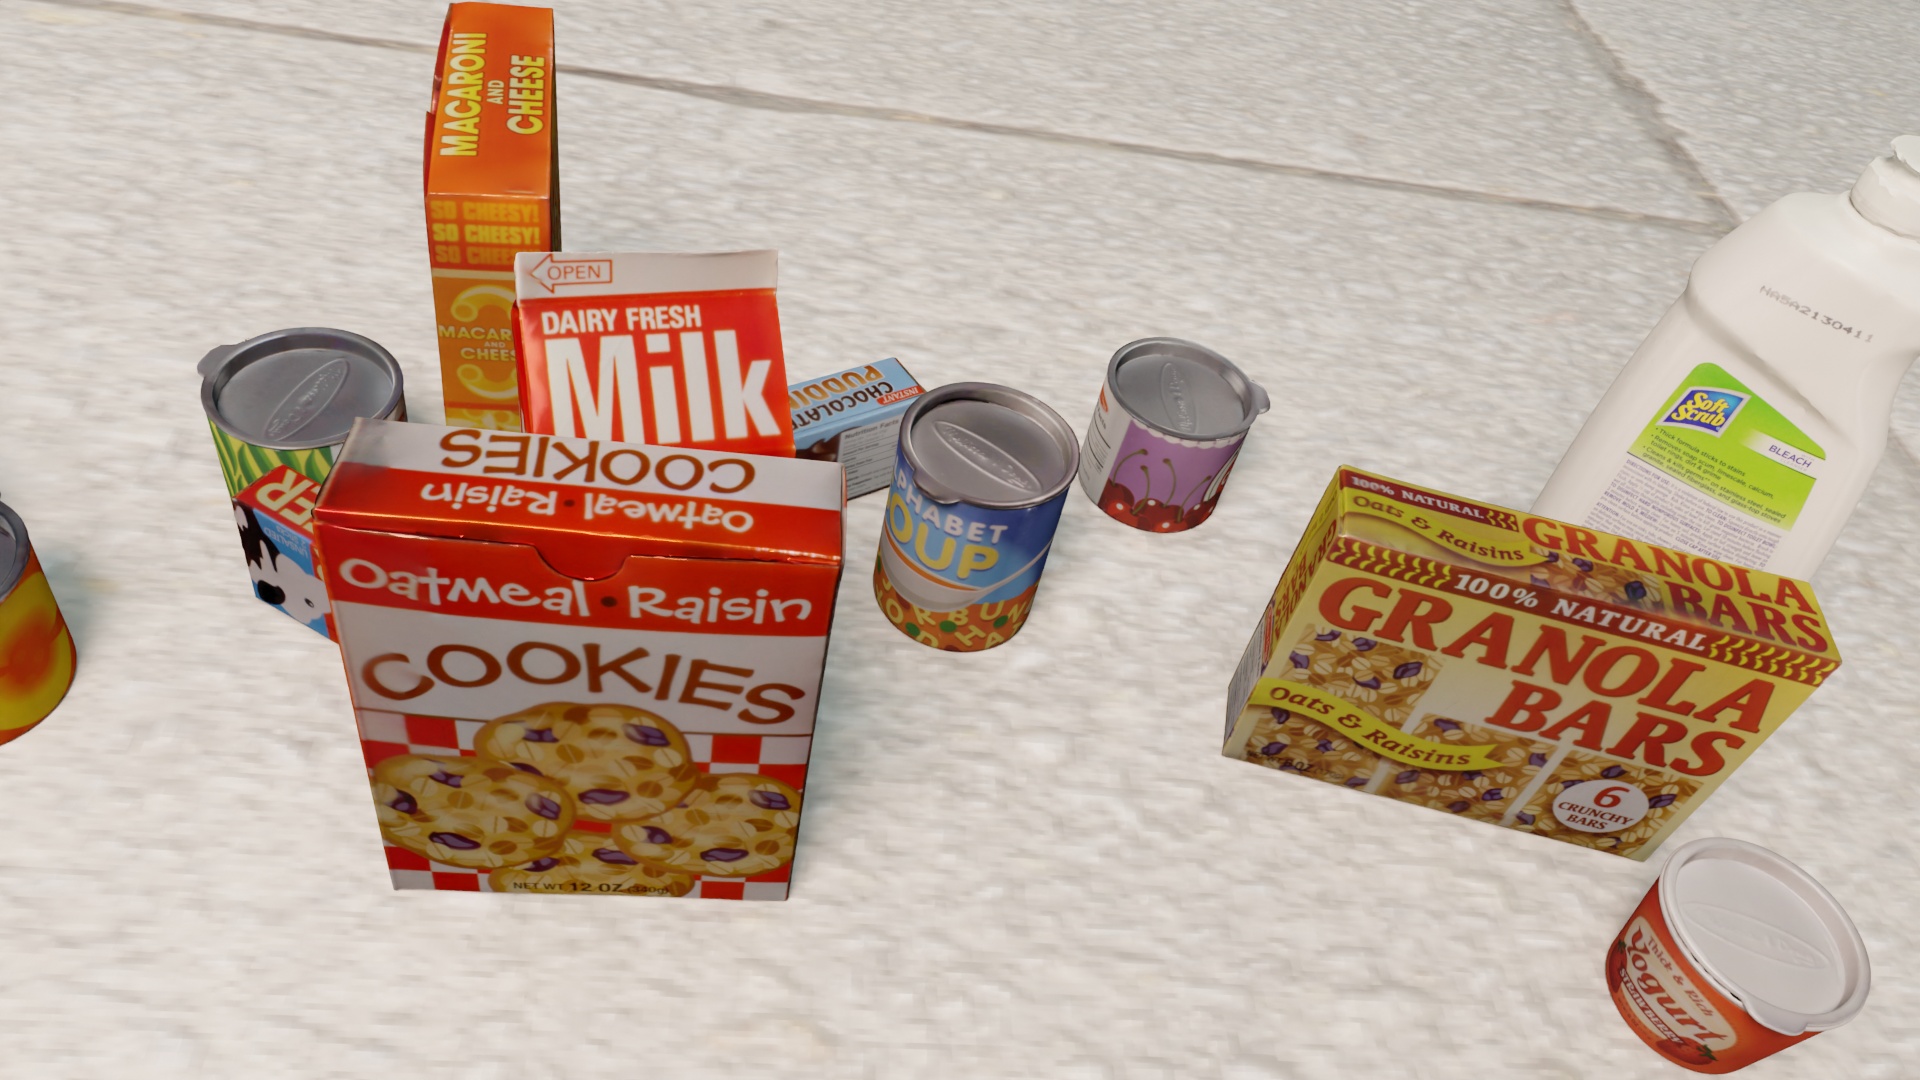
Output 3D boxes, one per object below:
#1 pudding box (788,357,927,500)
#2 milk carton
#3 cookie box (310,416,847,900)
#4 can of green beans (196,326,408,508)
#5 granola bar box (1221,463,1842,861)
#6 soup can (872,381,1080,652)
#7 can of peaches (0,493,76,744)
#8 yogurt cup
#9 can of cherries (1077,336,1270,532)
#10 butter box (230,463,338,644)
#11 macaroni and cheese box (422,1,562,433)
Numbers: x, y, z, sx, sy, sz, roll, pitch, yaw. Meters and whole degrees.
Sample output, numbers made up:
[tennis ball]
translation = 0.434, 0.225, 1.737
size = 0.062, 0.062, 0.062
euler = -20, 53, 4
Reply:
[pudding box]
translation = -0.057, -0.040, 0.569
size = 0.084, 0.049, 0.030
euler = -21, 55, -30
[milk carton]
translation = -0.097, -0.011, 0.432
size = 0.072, 0.189, 0.074
euler = -6, 48, -19
[cookie box]
translation = -0.102, 0.044, 0.393
size = 0.123, 0.166, 0.040
euler = 5, 46, -10
[can of green beans]
translation = -0.239, -0.036, 0.515
size = 0.071, 0.057, 0.071
euler = 7, 45, -7
[granola bar box]
translation = 0.192, 0.047, 0.494
size = 0.166, 0.123, 0.039
euler = 14, 45, 0
[soup can]
translation = 0.002, -0.007, 0.528
size = 0.071, 0.083, 0.072
euler = 7, 45, -7
[can of peaches]
translation = -0.320, 0.025, 0.435
size = 0.071, 0.057, 0.071
euler = 7, 45, -7
[yogurt cup]
translation = 0.256, 0.142, 0.467
size = 0.072, 0.053, 0.073
euler = 7, 45, -7
[can of cherries]
translation = 0.092, -0.045, 0.605
size = 0.071, 0.058, 0.072
euler = 7, 45, -7
[butter box]
translation = -0.197, 0.019, 0.475
size = 0.103, 0.052, 0.024
euler = 27, 46, 12
[macaroni and cheese box]
translation = -0.167, -0.089, 0.508
size = 0.040, 0.165, 0.124
euler = -1, 47, -15
